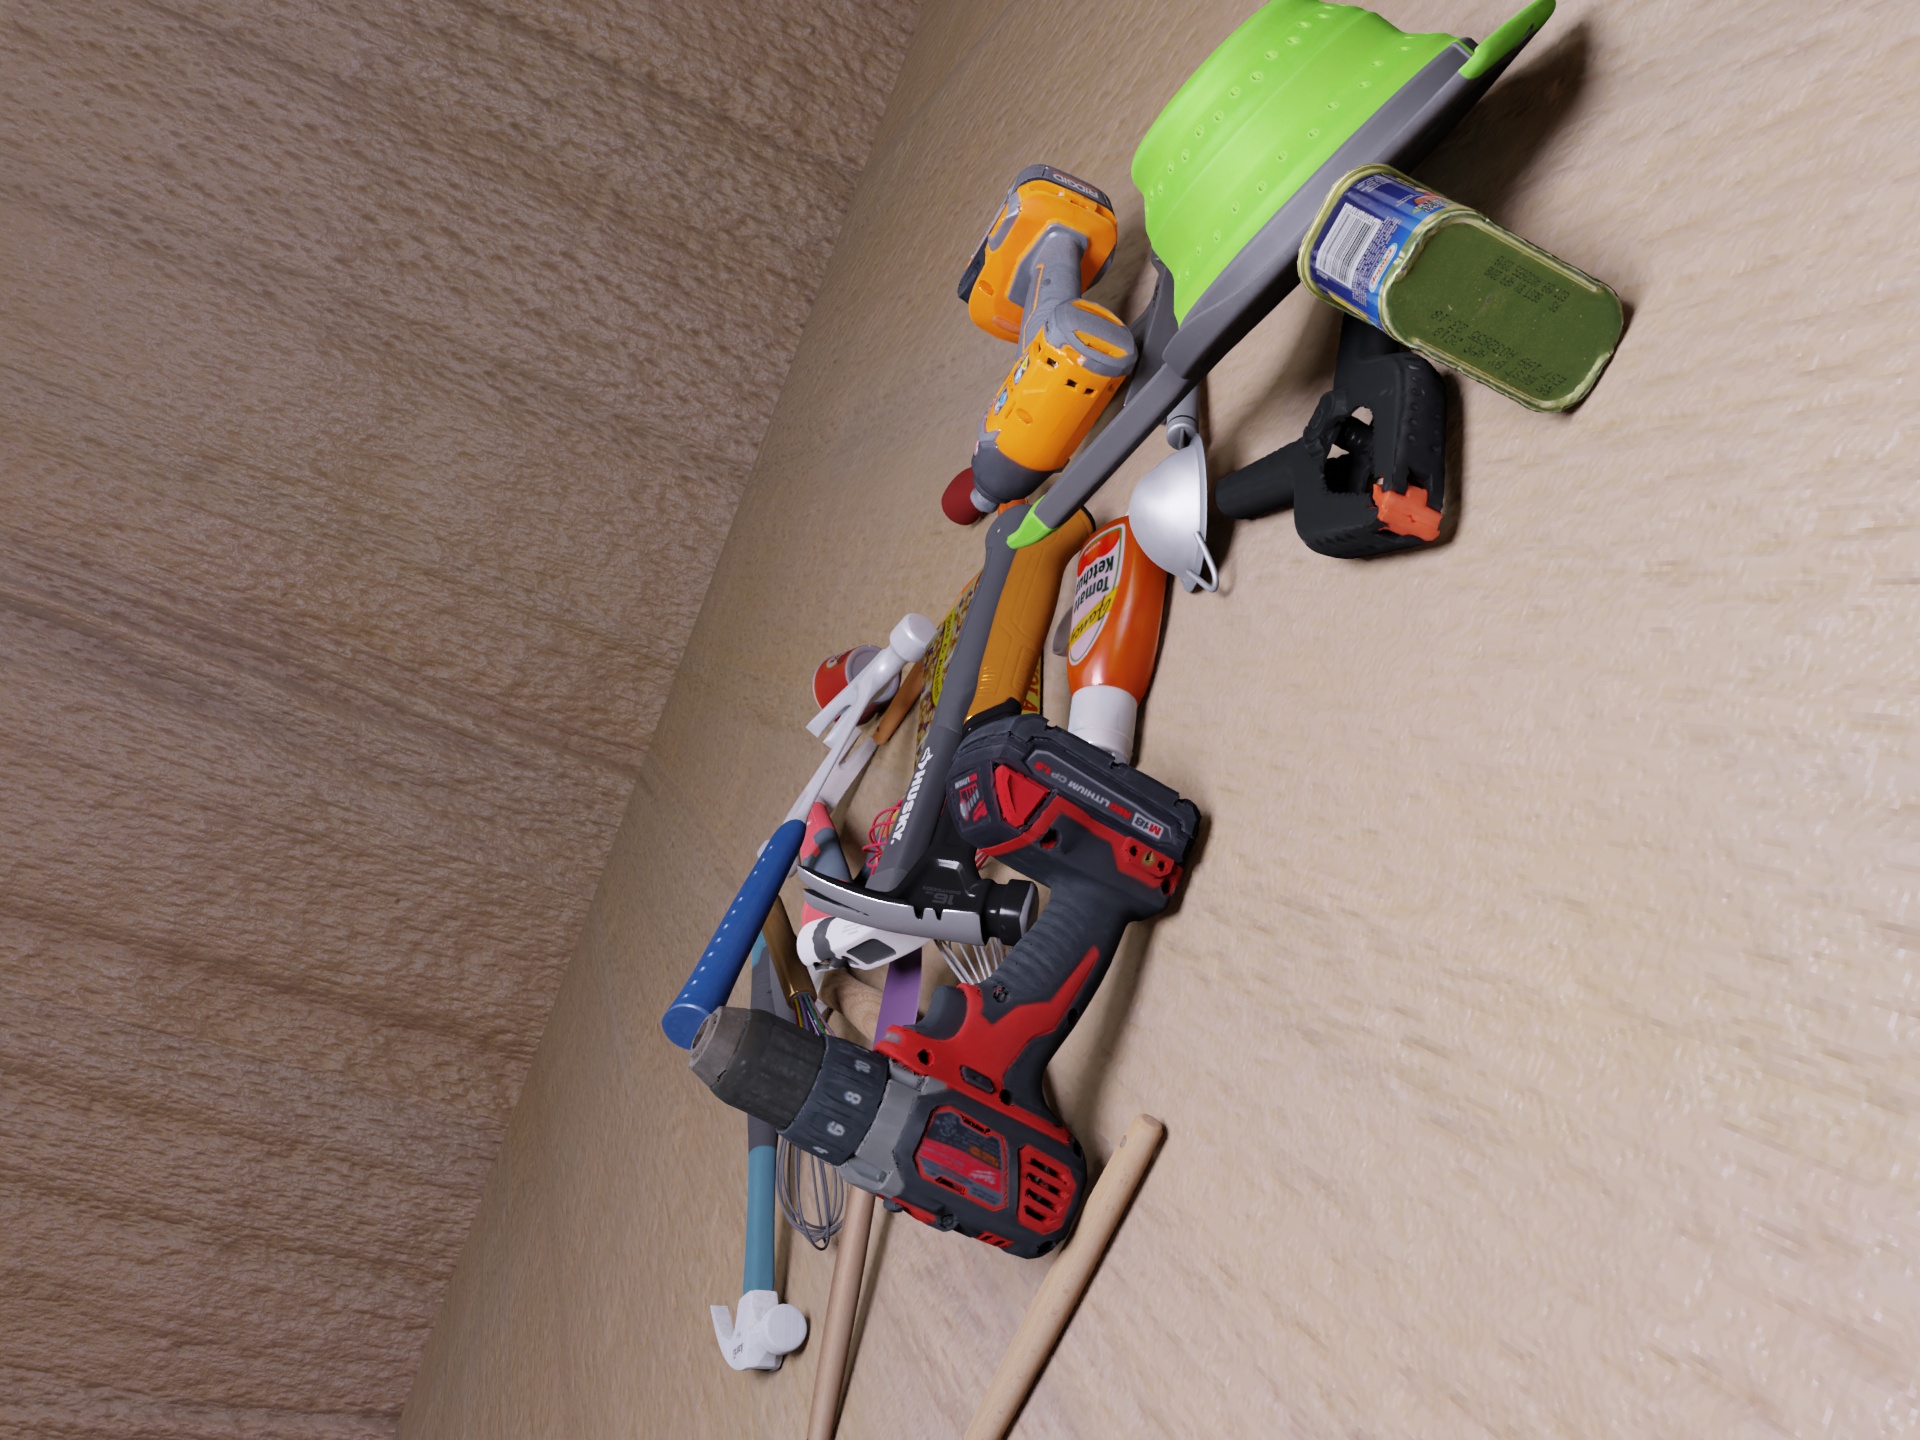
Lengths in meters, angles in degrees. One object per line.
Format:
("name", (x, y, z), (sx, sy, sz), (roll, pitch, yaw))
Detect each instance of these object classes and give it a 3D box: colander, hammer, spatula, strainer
("colander", (0.107, -0.224, 0.794), (0.204, 0.094, 0.397), (-44, 0, -42))
("hammer", (-0.143, 0.301, 1.159), (0.128, 0.033, 0.331), (127, 148, -48))
("spatula", (-0.011, -0.084, 1.255), (0.322, 0.041, 0.081), (-56, 39, 42))
("hammer", (-0.002, -0.003, 0.992), (0.146, 0.035, 0.335), (-24, 39, 49))
("hammer", (-0.061, 0.199, 1.100), (0.331, 0.031, 0.130), (-1, 70, 72))
("hammer", (0.016, -0.017, 0.924), (0.034, 0.127, 0.337), (81, -159, -46))
("hammer", (-0.098, 0.087, 1.213), (0.143, 0.038, 0.386), (-55, 10, 0))
("strainer", (0.126, -0.160, 0.918), (0.259, 0.050, 0.086), (-79, -5, -46))
("hammer", (-0.117, 0.075, 1.130), (0.144, 0.035, 0.406), (-44, 13, 37))
("hammer", (0.067, -0.216, 1.177), (0.359, 0.036, 0.149), (-34, 39, 62))
("spatula", (-0.058, 0.283, 0.951), (0.060, 0.018, 0.316), (171, 111, -66))

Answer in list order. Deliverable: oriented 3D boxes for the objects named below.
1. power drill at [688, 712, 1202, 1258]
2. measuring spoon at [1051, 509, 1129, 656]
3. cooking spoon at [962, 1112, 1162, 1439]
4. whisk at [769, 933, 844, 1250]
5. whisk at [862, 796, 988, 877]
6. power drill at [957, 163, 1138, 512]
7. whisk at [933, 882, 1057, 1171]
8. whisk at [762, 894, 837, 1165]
("power drill", (-0.002, 0.111, 0.736), (0.227, 0.187, 0.080), (-66, 14, -20))
("measuring spoon", (0.095, -0.092, 0.994), (0.124, 0.018, 0.034), (-60, 18, 7))
("cooking spoon", (0.019, 0.316, 0.735), (0.069, 0.017, 0.319), (-98, 32, -74))
("whisk", (-0.109, 0.244, 1.088), (0.055, 0.055, 0.239), (-55, 36, 40))
("whisk", (0.015, 0.070, 0.976), (0.296, 0.073, 0.073), (-20, 51, 60))
("power drill", (0.049, -0.257, 1.090), (0.164, 0.084, 0.227), (-53, 27, 42))
("whisk", (0.024, 0.161, 0.865), (0.247, 0.059, 0.057), (-107, 4, -58))
("whisk", (-0.103, 0.202, 1.066), (0.245, 0.047, 0.051), (-119, 29, -46))
